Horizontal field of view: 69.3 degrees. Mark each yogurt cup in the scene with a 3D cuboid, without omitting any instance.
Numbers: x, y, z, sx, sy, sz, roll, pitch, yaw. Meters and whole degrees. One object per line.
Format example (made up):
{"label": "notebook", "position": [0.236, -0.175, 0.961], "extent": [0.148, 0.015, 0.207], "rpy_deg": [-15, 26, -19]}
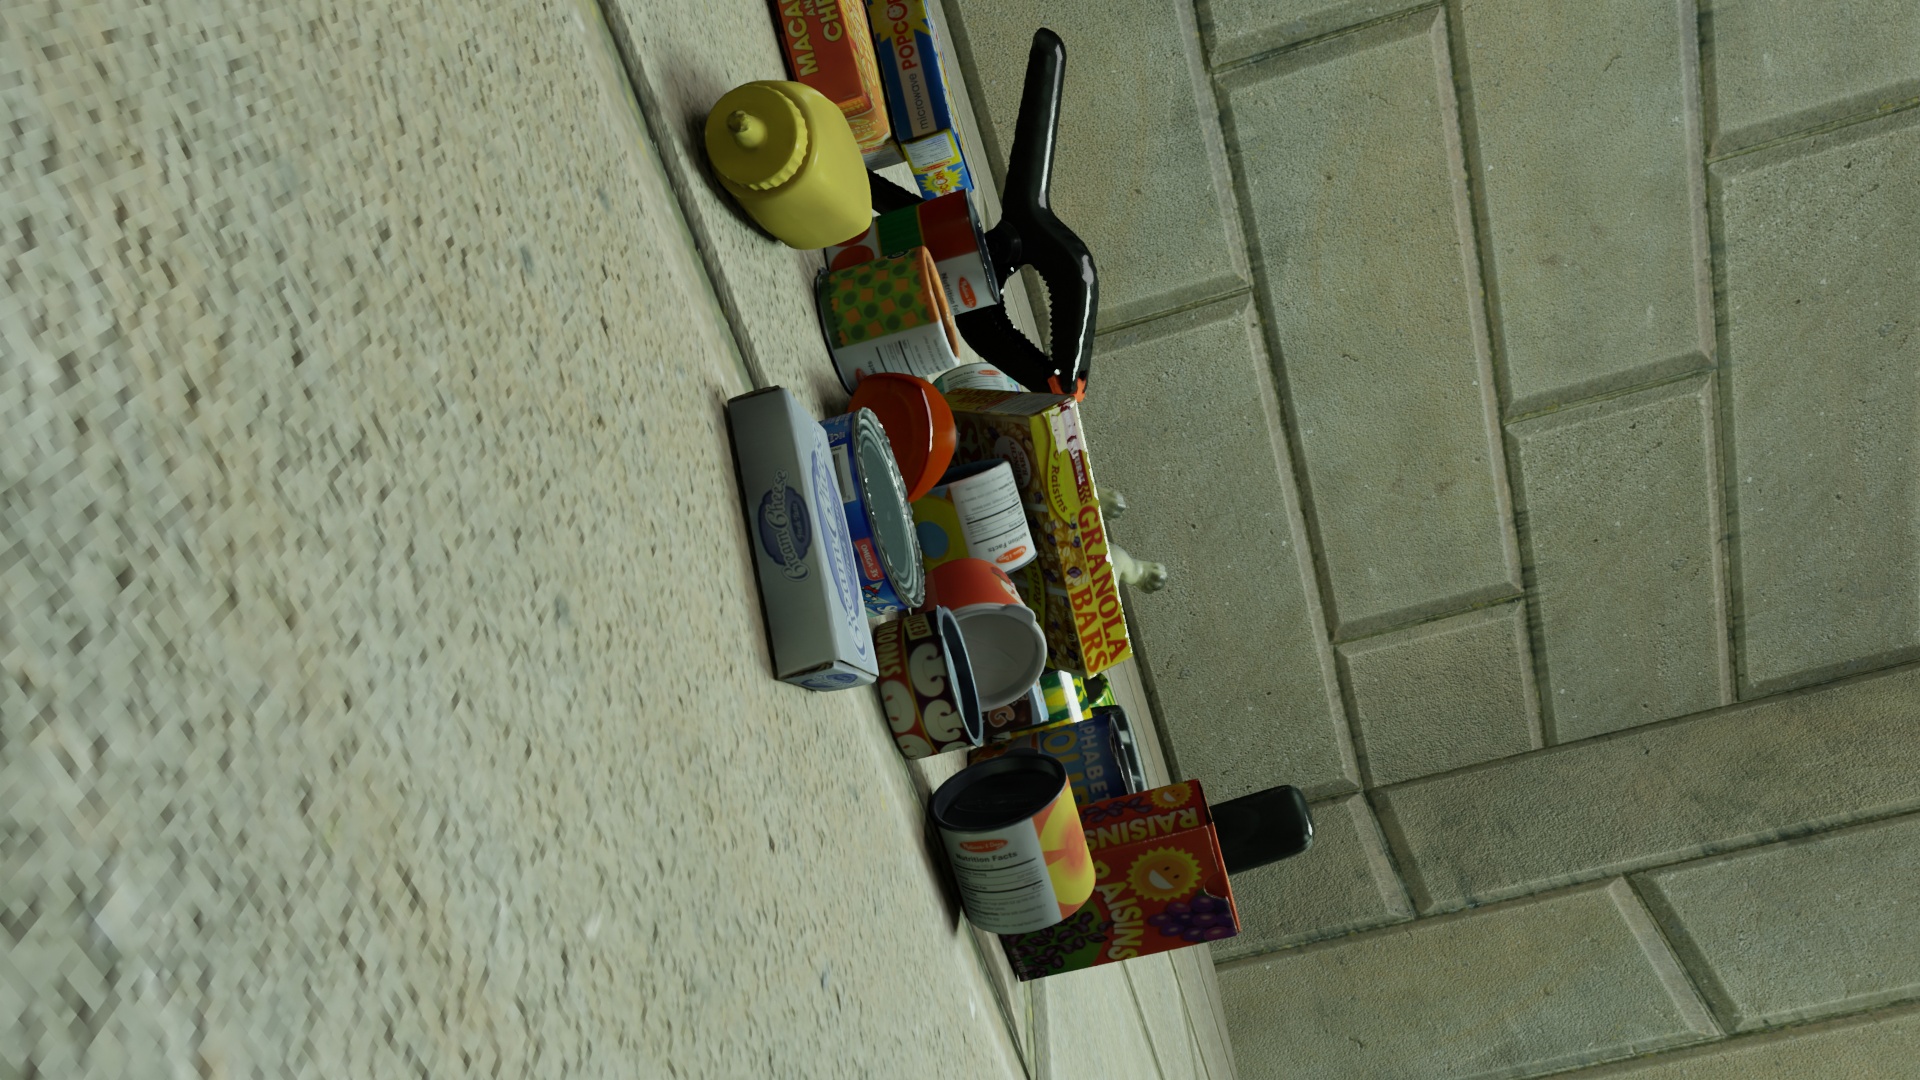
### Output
{"label": "yogurt cup", "position": [0.005, 0.046, 0.707], "extent": [0.054, 0.072, 0.072], "rpy_deg": [-108, 178, -55]}

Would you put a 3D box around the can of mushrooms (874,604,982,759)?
{"label": "can of mushrooms", "position": [-0.015, 0.064, 0.637], "extent": [0.071, 0.033, 0.071], "rpy_deg": [-17, 92, -82]}

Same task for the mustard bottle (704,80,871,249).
{"label": "mustard bottle", "position": [-0.075, -0.163, 0.588], "extent": [0.160, 0.049, 0.065], "rpy_deg": [-27, 102, -81]}

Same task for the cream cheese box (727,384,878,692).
{"label": "cream cheese box", "position": [-0.056, 0.001, 0.501], "extent": [0.053, 0.024, 0.104], "rpy_deg": [47, 29, -73]}

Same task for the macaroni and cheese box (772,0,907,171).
{"label": "macaroni and cheese box", "position": [-0.078, -0.308, 0.868], "extent": [0.166, 0.040, 0.123], "rpy_deg": [-23, 98, -83]}

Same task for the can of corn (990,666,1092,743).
{"label": "can of corn", "position": [0.051, 0.109, 0.871], "extent": [0.071, 0.071, 0.058], "rpy_deg": [-26, 102, -82]}

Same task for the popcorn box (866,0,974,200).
{"label": "popcorn box", "position": [-0.027, -0.302, 0.931], "extent": [0.085, 0.038, 0.127], "rpy_deg": [52, 25, -72]}

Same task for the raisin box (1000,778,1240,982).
{"label": "raisin box", "position": [0.078, 0.181, 0.734], "extent": [0.040, 0.123, 0.085], "rpy_deg": [-93, 166, -58]}

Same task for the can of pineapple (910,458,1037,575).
{"label": "can of pineapple", "position": [0.003, -0.010, 0.786], "extent": [0.071, 0.071, 0.057], "rpy_deg": [-68, 142, -77]}

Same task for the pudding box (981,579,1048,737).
{"label": "pudding box", "position": [0.015, 0.067, 0.777], "extent": [0.030, 0.049, 0.084], "rpy_deg": [23, 53, -78]}

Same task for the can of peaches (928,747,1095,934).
{"label": "can of peaches", "position": [0.026, 0.140, 0.649], "extent": [0.071, 0.071, 0.058], "rpy_deg": [-82, 156, -71]}

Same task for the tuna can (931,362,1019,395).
{"label": "tuna can", "position": [0.012, -0.095, 0.998], "extent": [0.071, 0.071, 0.033], "rpy_deg": [60, 18, -62]}

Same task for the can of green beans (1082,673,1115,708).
{"label": "can of green beans", "position": [0.095, 0.145, 1.121], "extent": [0.071, 0.071, 0.057], "rpy_deg": [-88, 161, -65]}

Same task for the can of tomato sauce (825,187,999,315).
{"label": "can of tomato sauce", "position": [-0.027, -0.155, 0.781], "extent": [0.071, 0.083, 0.071], "rpy_deg": [-18, 92, -82]}

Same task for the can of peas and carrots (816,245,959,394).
{"label": "can of peas and carrots", "position": [-0.037, -0.117, 0.725], "extent": [0.071, 0.059, 0.071], "rpy_deg": [-17, 92, -83]}

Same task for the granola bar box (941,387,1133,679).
{"label": "granola bar box", "position": [0.036, -0.007, 0.846], "extent": [0.124, 0.039, 0.165], "rpy_deg": [13, -58, 56]}

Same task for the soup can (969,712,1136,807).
{"label": "soup can", "position": [0.053, 0.137, 0.781], "extent": [0.071, 0.084, 0.071], "rpy_deg": [-18, 92, -82]}

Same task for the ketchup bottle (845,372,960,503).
{"label": "ketchup bottle", "position": [-0.026, -0.052, 0.719], "extent": [0.149, 0.043, 0.064], "rpy_deg": [-32, 130, -82]}
